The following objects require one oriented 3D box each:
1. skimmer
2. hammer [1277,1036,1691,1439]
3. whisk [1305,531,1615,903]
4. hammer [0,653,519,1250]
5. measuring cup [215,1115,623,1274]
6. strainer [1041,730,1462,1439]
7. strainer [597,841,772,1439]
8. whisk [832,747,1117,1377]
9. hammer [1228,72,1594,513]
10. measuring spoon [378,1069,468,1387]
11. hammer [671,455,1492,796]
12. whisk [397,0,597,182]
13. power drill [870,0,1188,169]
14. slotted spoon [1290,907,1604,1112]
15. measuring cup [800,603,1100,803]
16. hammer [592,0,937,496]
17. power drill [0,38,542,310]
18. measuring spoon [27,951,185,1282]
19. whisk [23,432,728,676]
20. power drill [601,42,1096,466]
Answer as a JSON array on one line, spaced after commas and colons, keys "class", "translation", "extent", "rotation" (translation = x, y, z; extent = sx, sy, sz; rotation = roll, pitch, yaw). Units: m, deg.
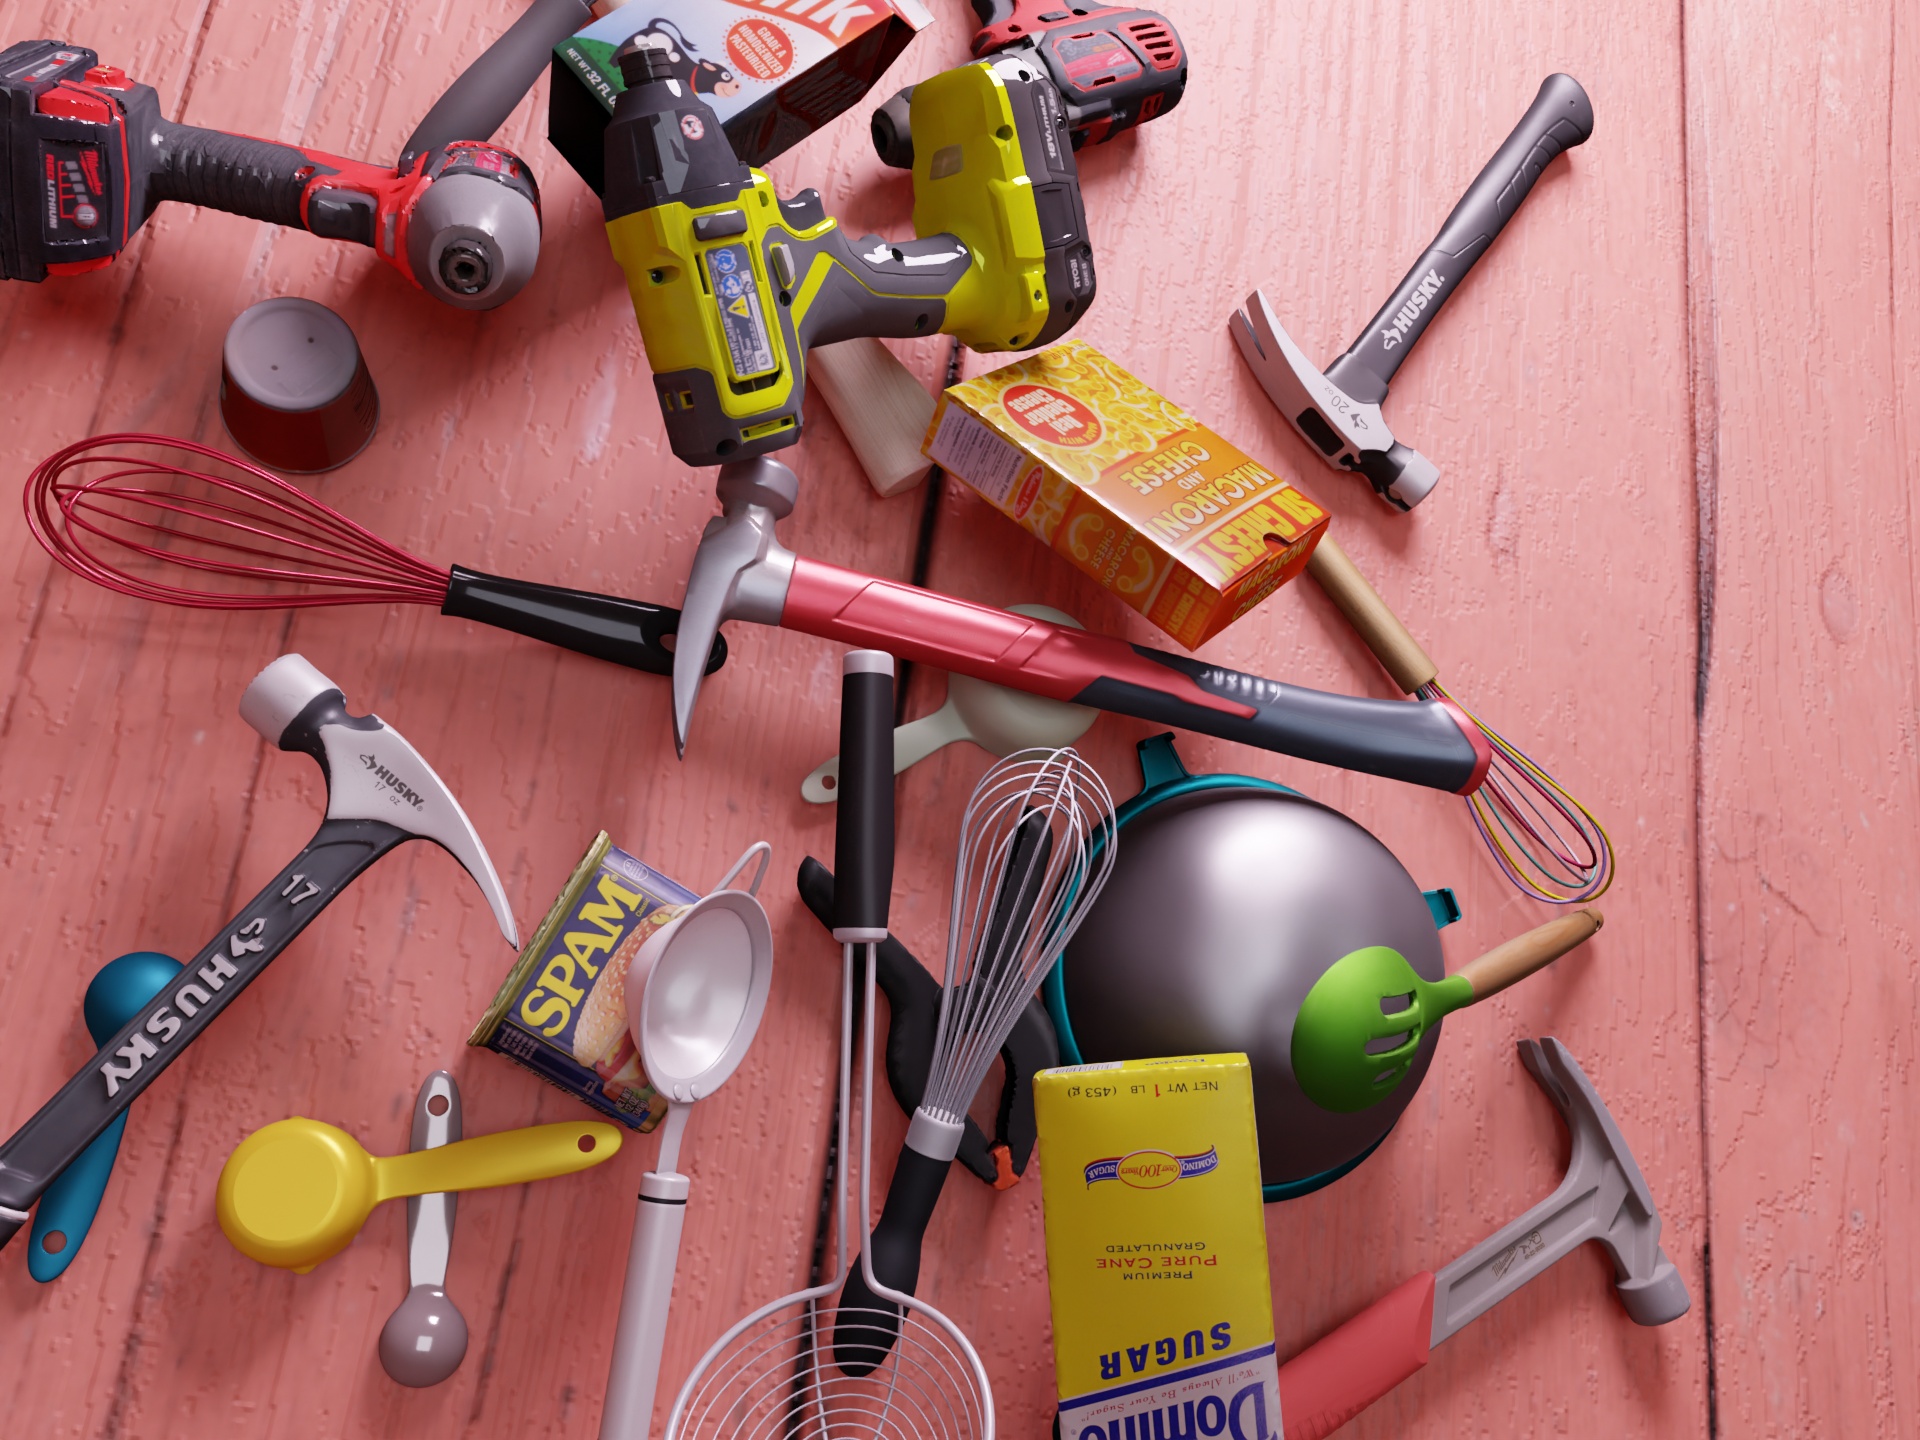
[{"class": "skimmer", "translation": [-0.048, 0.144, 0.626], "extent": [0.127, 0.090, 0.363], "rotation": [-1, 78, 11]}, {"class": "hammer", "translation": [0.186, 0.289, 0.744], "extent": [0.359, 0.036, 0.149], "rotation": [-23, 83, -23]}, {"class": "whisk", "translation": [0.266, -0.005, 0.854], "extent": [0.051, 0.047, 0.245], "rotation": [-35, 84, -23]}, {"class": "hammer", "translation": [-0.339, 0.167, 0.585], "extent": [0.149, 0.036, 0.409], "rotation": [40, 72, 2]}, {"class": "measuring cup", "translation": [-0.214, 0.179, 0.633], "extent": [0.156, 0.029, 0.062], "rotation": [-8, 71, -10]}, {"class": "strainer", "translation": [0.127, 0.172, 0.726], "extent": [0.211, 0.095, 0.340], "rotation": [29, 66, -9]}, {"class": "strainer", "translation": [-0.116, 0.173, 0.618], "extent": [0.050, 0.086, 0.258], "rotation": [2, 78, 26]}, {"class": "whisk", "translation": [0.000, 0.146, 0.680], "extent": [0.070, 0.070, 0.284], "rotation": [19, 91, -13]}, {"class": "hammer", "translation": [0.288, -0.282, 0.945], "extent": [0.146, 0.035, 0.335], "rotation": [40, 66, -5]}, {"class": "measuring spoon", "translation": [-0.215, 0.204, 0.645], "extent": [0.034, 0.018, 0.124], "rotation": [3, 73, -17]}, {"class": "hammer", "translation": [0.061, -0.009, 0.742], "extent": [0.386, 0.038, 0.143], "rotation": [14, 72, -7]}, {"class": "whisk", "translation": [-0.187, -0.345, 0.756], "extent": [0.055, 0.055, 0.239], "rotation": [43, 93, -3]}, {"class": "power drill", "translation": [0.003, -0.409, 0.867], "extent": [0.188, 0.080, 0.227], "rotation": [-24, 86, -23]}, {"class": "slotted spoon", "translation": [0.244, 0.119, 0.744], "extent": [0.313, 0.031, 0.070], "rotation": [-7, 102, -50]}, {"class": "measuring cup", "translation": [-0.001, -0.002, 0.764], "extent": [0.167, 0.038, 0.083], "rotation": [-26, 84, -25]}, {"class": "hammer", "translation": [-0.137, -0.291, 0.806], "extent": [0.146, 0.038, 0.411], "rotation": [-28, 85, -22]}, {"class": "power drill", "translation": [-0.292, -0.223, 0.681], "extent": [0.219, 0.078, 0.143], "rotation": [5, 29, -17]}, {"class": "measuring spoon", "translation": [-0.334, 0.151, 0.617], "extent": [0.042, 0.021, 0.129], "rotation": [16, 68, -14]}, {"class": "whisk", "translation": [-0.244, -0.063, 0.695], "extent": [0.295, 0.073, 0.073], "rotation": [14, 71, -21]}, {"class": "power drill", "translation": [-0.051, -0.226, 0.725], "extent": [0.223, 0.080, 0.171], "rotation": [-24, 110, -34]}]
